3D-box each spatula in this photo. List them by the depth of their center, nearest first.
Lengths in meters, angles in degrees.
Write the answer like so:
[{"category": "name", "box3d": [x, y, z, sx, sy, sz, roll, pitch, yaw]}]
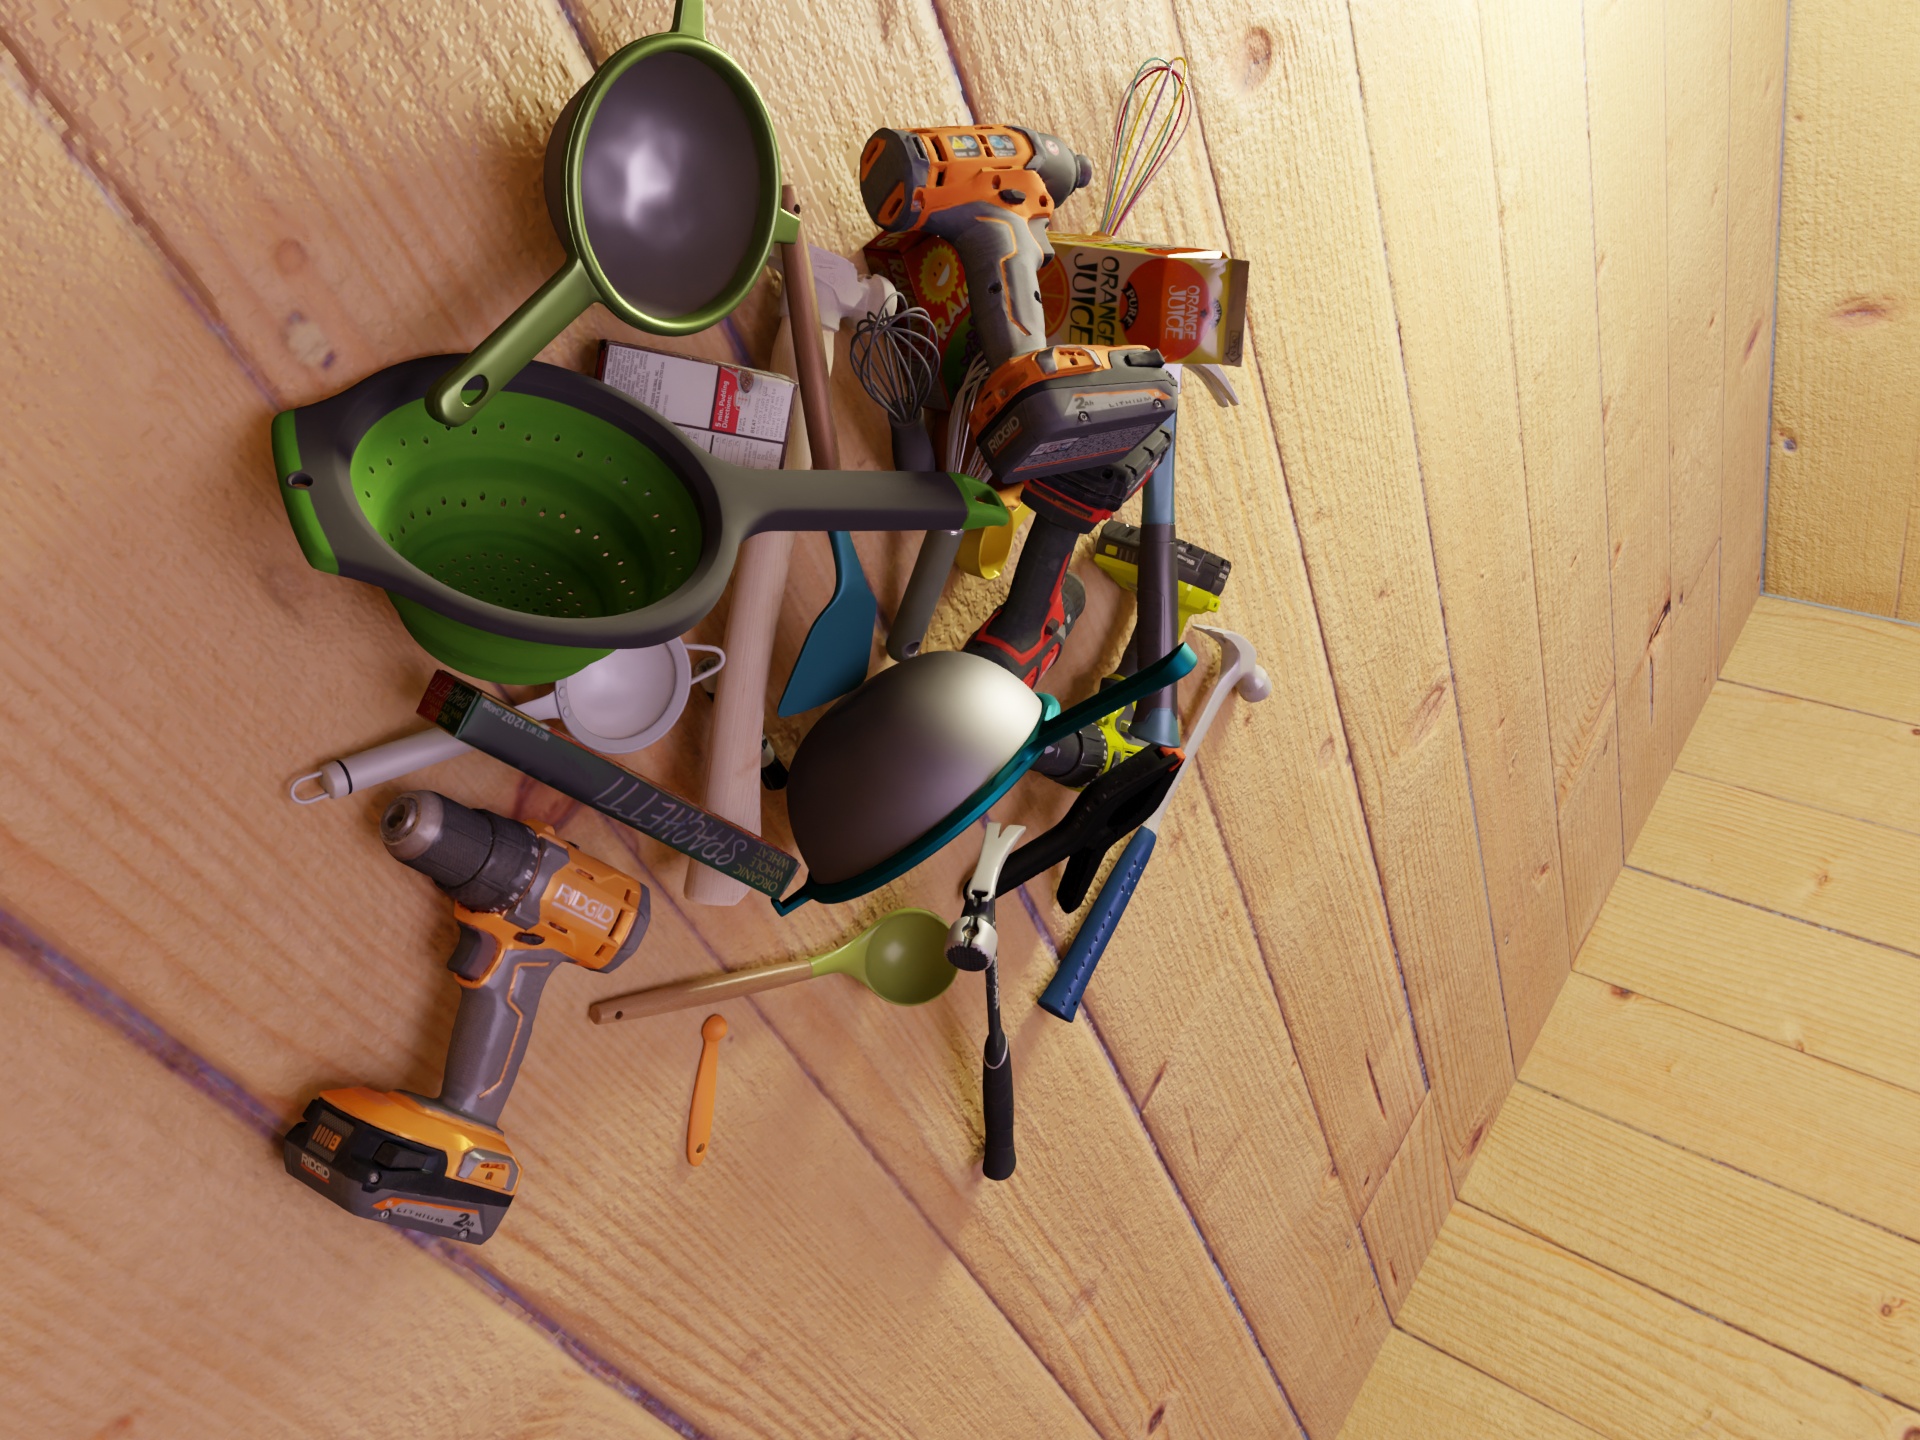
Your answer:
[{"category": "spatula", "box3d": [-0.091, -0.159, 0.967, 0.082, 0.044, 0.317, -24, 114, -46]}]

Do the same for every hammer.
[{"category": "hammer", "box3d": [-0.130, -0.088, 0.984, 0.146, 0.038, 0.410, 5, 97, -52]}, {"category": "hammer", "box3d": [0.155, -0.142, 1.260, 0.128, 0.033, 0.331, -2, 96, -16]}, {"category": "hammer", "box3d": [0.028, 0.255, 1.314, 0.149, 0.036, 0.408, -73, 165, -45]}, {"category": "hammer", "box3d": [0.179, 0.093, 1.496, 0.405, 0.035, 0.143, -61, 143, -15]}]

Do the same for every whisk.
[{"category": "whisk", "box3d": [-0.035, -0.199, 1.015, 0.055, 0.055, 0.238, -62, 171, -12]}, {"category": "whisk", "box3d": [-0.006, -0.142, 1.093, 0.057, 0.059, 0.246, -11, 134, -42]}, {"category": "whisk", "box3d": [0.118, -0.387, 1.202, 0.051, 0.047, 0.245, 18, 94, -55]}]

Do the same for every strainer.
[{"category": "strainer", "box3d": [-0.198, -0.246, 0.824, 0.256, 0.069, 0.151, -53, 142, -23]}, {"category": "strainer", "box3d": [-0.250, -0.003, 0.889, 0.258, 0.050, 0.086, -23, 116, -39]}, {"category": "strainer", "box3d": [-0.002, -0.003, 1.018, 0.095, 0.340, 0.211, 51, 43, -11]}]

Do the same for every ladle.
[{"category": "ladle", "box3d": [-0.121, 0.185, 1.128, 0.320, 0.062, 0.078, -3, 106, -49]}]

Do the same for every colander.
[{"category": "colander", "box3d": [-0.154, -0.091, 0.848, 0.397, 0.205, 0.094, -5, 142, -33]}]

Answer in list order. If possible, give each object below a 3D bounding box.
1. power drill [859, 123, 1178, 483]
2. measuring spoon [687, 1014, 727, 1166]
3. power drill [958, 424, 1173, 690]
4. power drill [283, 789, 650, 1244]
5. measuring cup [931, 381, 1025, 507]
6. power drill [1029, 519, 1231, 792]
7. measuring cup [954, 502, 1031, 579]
[{"category": "power drill", "box3d": [0.048, -0.273, 0.997, 0.164, 0.084, 0.226, -16, 78, -32]}, {"category": "measuring spoon", "box3d": [-0.178, 0.263, 1.123, 0.021, 0.011, 0.117, -7, 110, -51]}, {"category": "power drill", "box3d": [0.075, -0.126, 1.172, 0.188, 0.080, 0.226, -48, 164, -52]}, {"category": "power drill", "box3d": [-0.283, 0.159, 0.884, 0.185, 0.084, 0.226, 43, 66, -51]}, {"category": "measuring cup", "box3d": [0.041, -0.222, 1.166, 0.174, 0.052, 0.095, -44, 140, -41]}, {"category": "power drill", "box3d": [0.135, -0.046, 1.345, 0.190, 0.080, 0.228, 12, 98, -54]}, {"category": "measuring cup", "box3d": [0.037, -0.165, 1.214, 0.157, 0.029, 0.062, -55, 150, -41]}]
